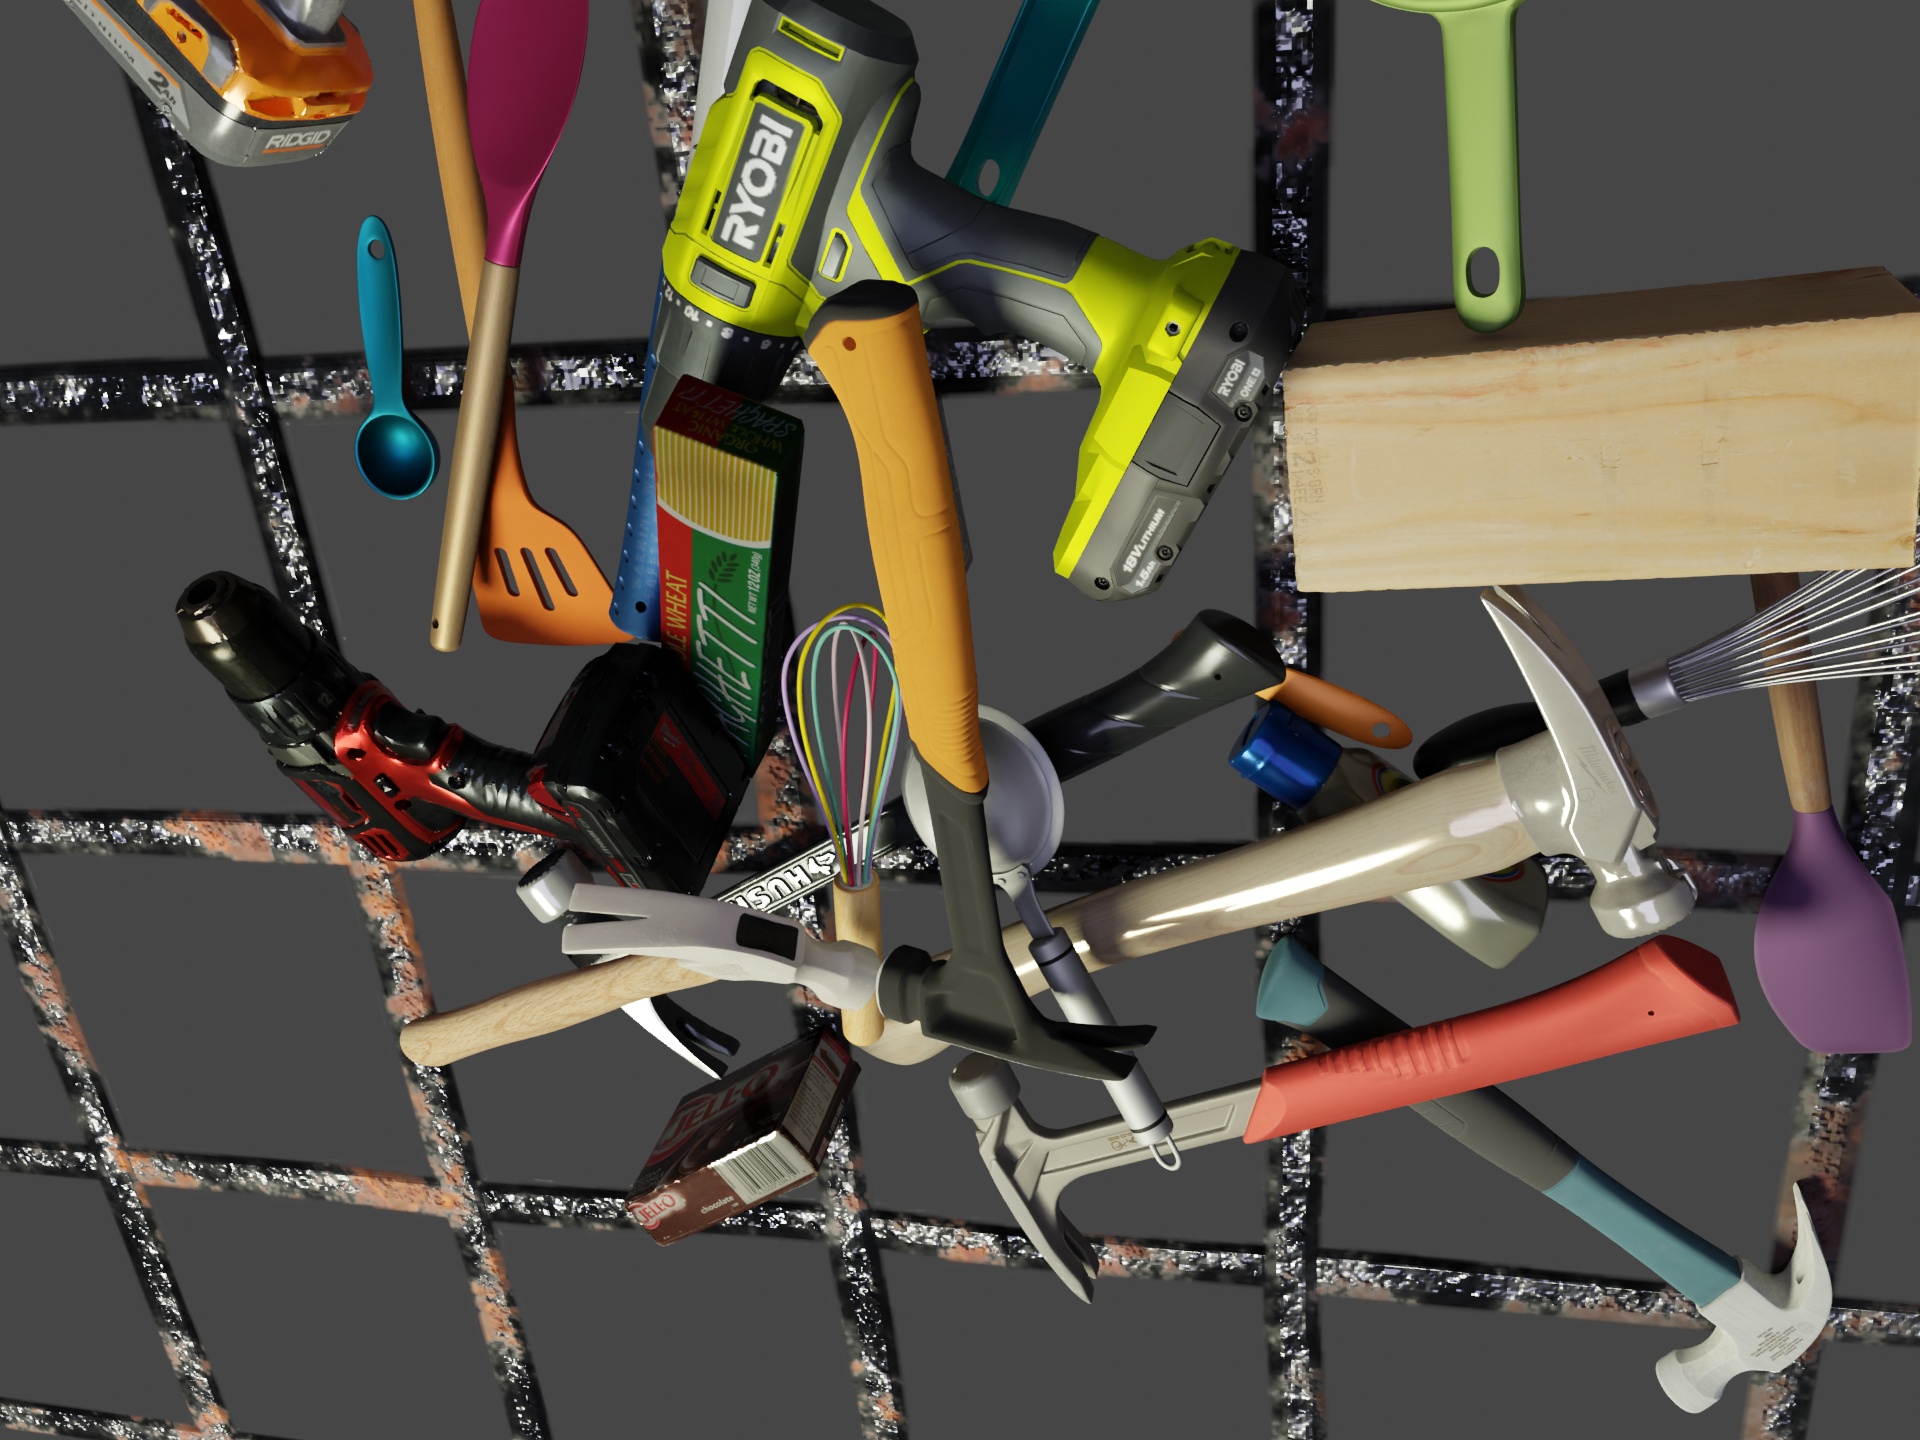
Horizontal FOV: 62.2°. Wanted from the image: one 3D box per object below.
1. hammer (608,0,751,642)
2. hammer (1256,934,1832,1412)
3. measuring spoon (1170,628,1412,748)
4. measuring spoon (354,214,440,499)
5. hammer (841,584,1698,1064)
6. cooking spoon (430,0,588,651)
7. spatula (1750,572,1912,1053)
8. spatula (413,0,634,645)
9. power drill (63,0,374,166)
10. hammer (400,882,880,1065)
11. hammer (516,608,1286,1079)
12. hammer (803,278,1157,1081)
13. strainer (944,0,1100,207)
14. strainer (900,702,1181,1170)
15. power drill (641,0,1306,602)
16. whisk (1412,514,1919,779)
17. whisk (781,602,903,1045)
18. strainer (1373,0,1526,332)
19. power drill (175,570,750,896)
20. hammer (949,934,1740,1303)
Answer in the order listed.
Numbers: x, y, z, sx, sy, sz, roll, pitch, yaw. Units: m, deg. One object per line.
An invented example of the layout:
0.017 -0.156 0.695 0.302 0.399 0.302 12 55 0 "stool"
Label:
-0.110 -0.222 0.663 0.144 0.035 0.405 16 117 5 "hammer"
0.280 0.213 0.778 0.331 0.033 0.128 35 119 -4 "hammer"
0.148 -0.012 0.714 0.117 0.011 0.021 23 118 3 "measuring spoon"
-0.263 -0.168 0.742 0.042 0.021 0.128 4 107 13 "measuring spoon"
0.094 0.075 0.712 0.410 0.038 0.146 -25 97 35 "hammer"
-0.200 -0.172 0.683 0.069 0.017 0.318 32 119 28 "cooking spoon"
0.354 0.014 0.673 0.060 0.018 0.315 -7 114 30 "spatula"
-0.210 -0.181 0.717 0.081 0.041 0.322 1 111 12 "spatula"
-0.257 -0.345 0.602 0.226 0.084 0.164 -39 94 31 "power drill"
-0.194 0.137 0.795 0.130 0.031 0.331 27 146 -36 "hammer"
-0.030 0.056 0.771 0.409 0.036 0.149 -28 107 25 "hammer"
-0.001 -0.002 0.618 0.127 0.034 0.336 10 125 30 "hammer"
0.044 -0.310 0.522 0.211 0.095 0.340 42 129 16 "strainer"
0.036 0.095 0.711 0.087 0.050 0.258 -23 100 38 "strainer"
-0.007 -0.141 0.603 0.228 0.080 0.190 28 121 1 "power drill"
0.307 -0.024 0.627 0.284 0.070 0.070 -24 108 36 "whisk"
-0.045 0.055 0.734 0.051 0.047 0.244 13 125 20 "whisk"
0.185 -0.266 0.541 0.151 0.069 0.256 7 116 37 "strainer"
-0.232 0.006 0.732 0.227 0.080 0.187 5 145 23 "power drill"
0.178 0.180 0.750 0.359 0.037 0.149 -21 109 24 "hammer"
